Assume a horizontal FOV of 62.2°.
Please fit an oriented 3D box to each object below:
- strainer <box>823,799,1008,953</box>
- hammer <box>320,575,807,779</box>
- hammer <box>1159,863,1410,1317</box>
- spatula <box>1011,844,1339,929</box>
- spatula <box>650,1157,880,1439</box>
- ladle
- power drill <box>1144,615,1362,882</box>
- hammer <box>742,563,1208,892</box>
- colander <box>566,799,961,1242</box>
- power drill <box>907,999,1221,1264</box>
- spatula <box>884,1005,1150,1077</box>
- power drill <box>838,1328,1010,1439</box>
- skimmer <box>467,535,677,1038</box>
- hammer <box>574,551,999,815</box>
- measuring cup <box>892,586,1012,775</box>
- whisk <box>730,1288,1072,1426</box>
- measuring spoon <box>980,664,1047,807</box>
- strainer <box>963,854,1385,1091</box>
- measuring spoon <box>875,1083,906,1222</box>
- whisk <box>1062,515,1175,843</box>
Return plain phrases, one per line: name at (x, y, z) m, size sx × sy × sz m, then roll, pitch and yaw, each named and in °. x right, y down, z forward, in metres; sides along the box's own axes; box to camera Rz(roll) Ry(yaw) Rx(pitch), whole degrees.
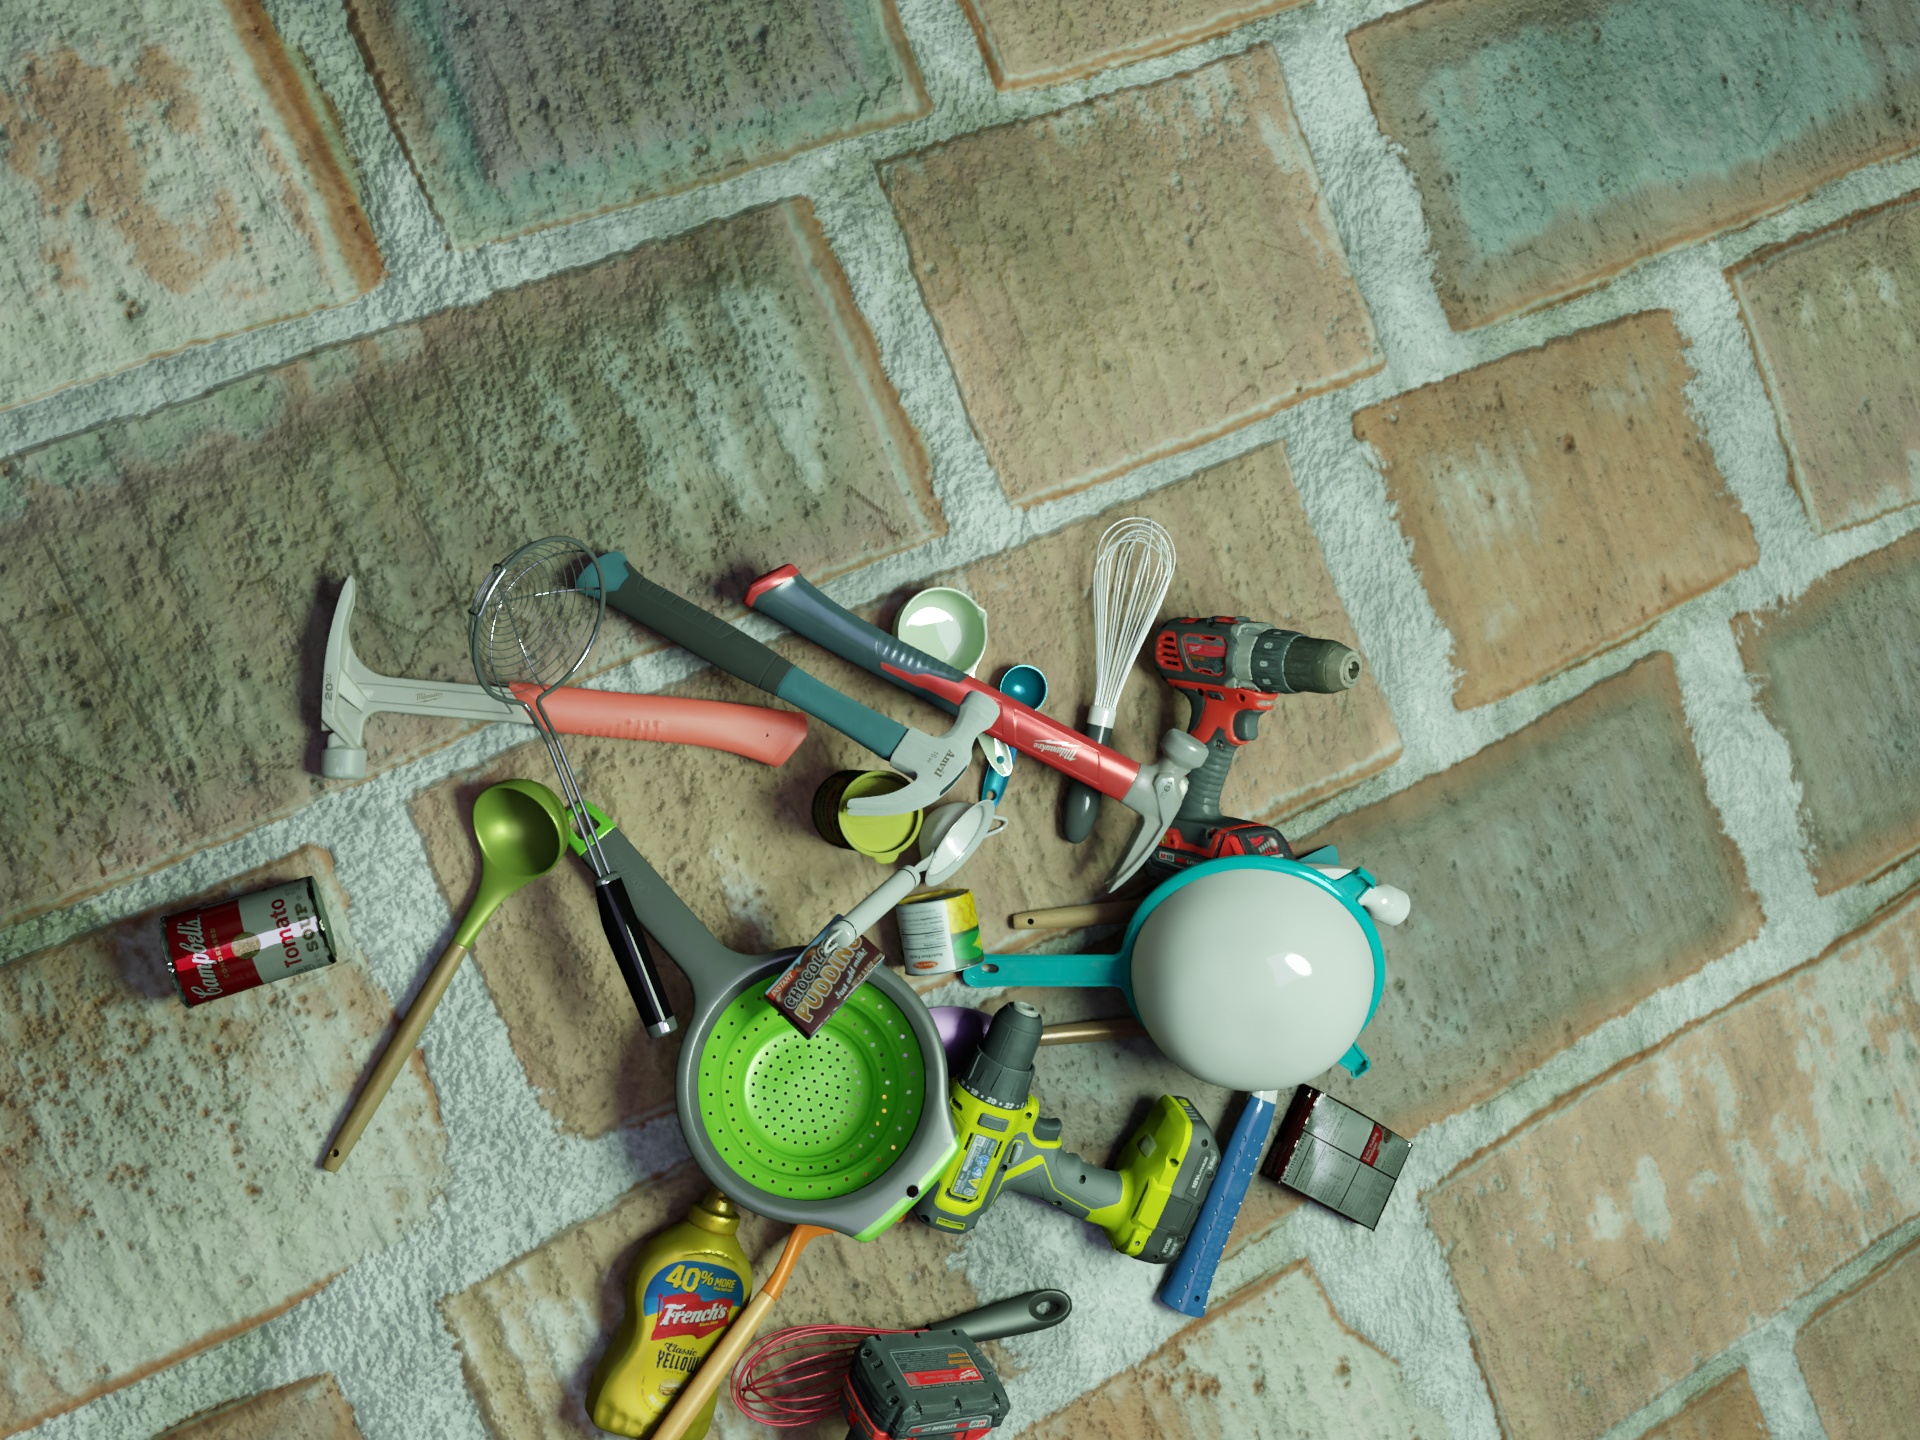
strainer at (-0.039, 0.117, 1.237) m, size 0.050 × 0.258 × 0.086 m, roll 32°, pitch 122°, yaw 14°
hammer at (-0.295, -0.017, 1.217) m, size 0.359 × 0.037 × 0.149 m, roll 5°, pitch 87°, yaw -17°
hammer at (0.260, 0.314, 1.371) m, size 0.144 × 0.035 × 0.405 m, roll 24°, pitch 87°, yaw -28°
spatula at (0.195, 0.161, 1.381) m, size 0.317 × 0.044 × 0.082 m, roll -3°, pitch 91°, yaw -13°
spatula at (-0.155, 0.462, 1.208) m, size 0.323 × 0.041 × 0.080 m, roll -51°, pitch 147°, yaw -26°
ladle at (-0.387, 0.188, 1.174) m, size 0.078 × 0.062 × 0.320 m, roll 28°, pitch 83°, yaw 8°
power drill at (0.237, 0.029, 1.304) m, size 0.080 × 0.188 × 0.226 m, roll -3°, pitch 99°, yaw -42°
hammer at (-0.002, -0.004, 1.270) m, size 0.386 × 0.038 × 0.143 m, roll 27°, pitch 102°, yaw -8°
colander at (-0.172, 0.222, 1.235) m, size 0.204 × 0.094 × 0.397 m, roll -41°, pitch 83°, yaw -18°
power drill at (0.090, 0.340, 1.298) m, size 0.228 × 0.080 × 0.190 m, roll 20°, pitch 98°, yaw -16°
spatula at (0.088, 0.263, 1.345) m, size 0.315 × 0.018 × 0.060 m, roll -2°, pitch 89°, yaw -17°
power drill at (-0.055, 0.584, 1.231) m, size 0.143 × 0.079 × 0.219 m, roll 12°, pitch 109°, yaw -36°
skimmer at (-0.258, 0.051, 1.146) m, size 0.127 × 0.090 × 0.363 m, roll -21°, pitch 91°, yaw -57°
hammer at (-0.143, -0.038, 1.205) m, size 0.331 × 0.033 × 0.128 m, roll 29°, pitch 70°, yaw 8°
measuring cup at (-0.001, -0.030, 1.313) m, size 0.083 × 0.038 × 0.167 m, roll -27°, pitch 99°, yaw -16°
whisk at (-0.042, 0.503, 1.280) m, size 0.295 × 0.073 × 0.073 m, roll -6°, pitch 91°, yaw -24°
measuring spoon at (0.038, 0.014, 1.338) m, size 0.042 × 0.021 × 0.128 m, roll 16°, pitch 93°, yaw -17°
strainer at (0.166, 0.219, 1.263) m, size 0.340 × 0.095 × 0.210 m, roll -1°, pitch 115°, yaw 9°
measuring spoon at (-0.057, 0.354, 1.299) m, size 0.021 × 0.011 × 0.117 m, roll -9°, pitch 92°, yaw -18°
whisk at (0.127, -0.035, 1.347) m, size 0.070 × 0.070 × 0.284 m, roll 13°, pitch 91°, yaw -17°
